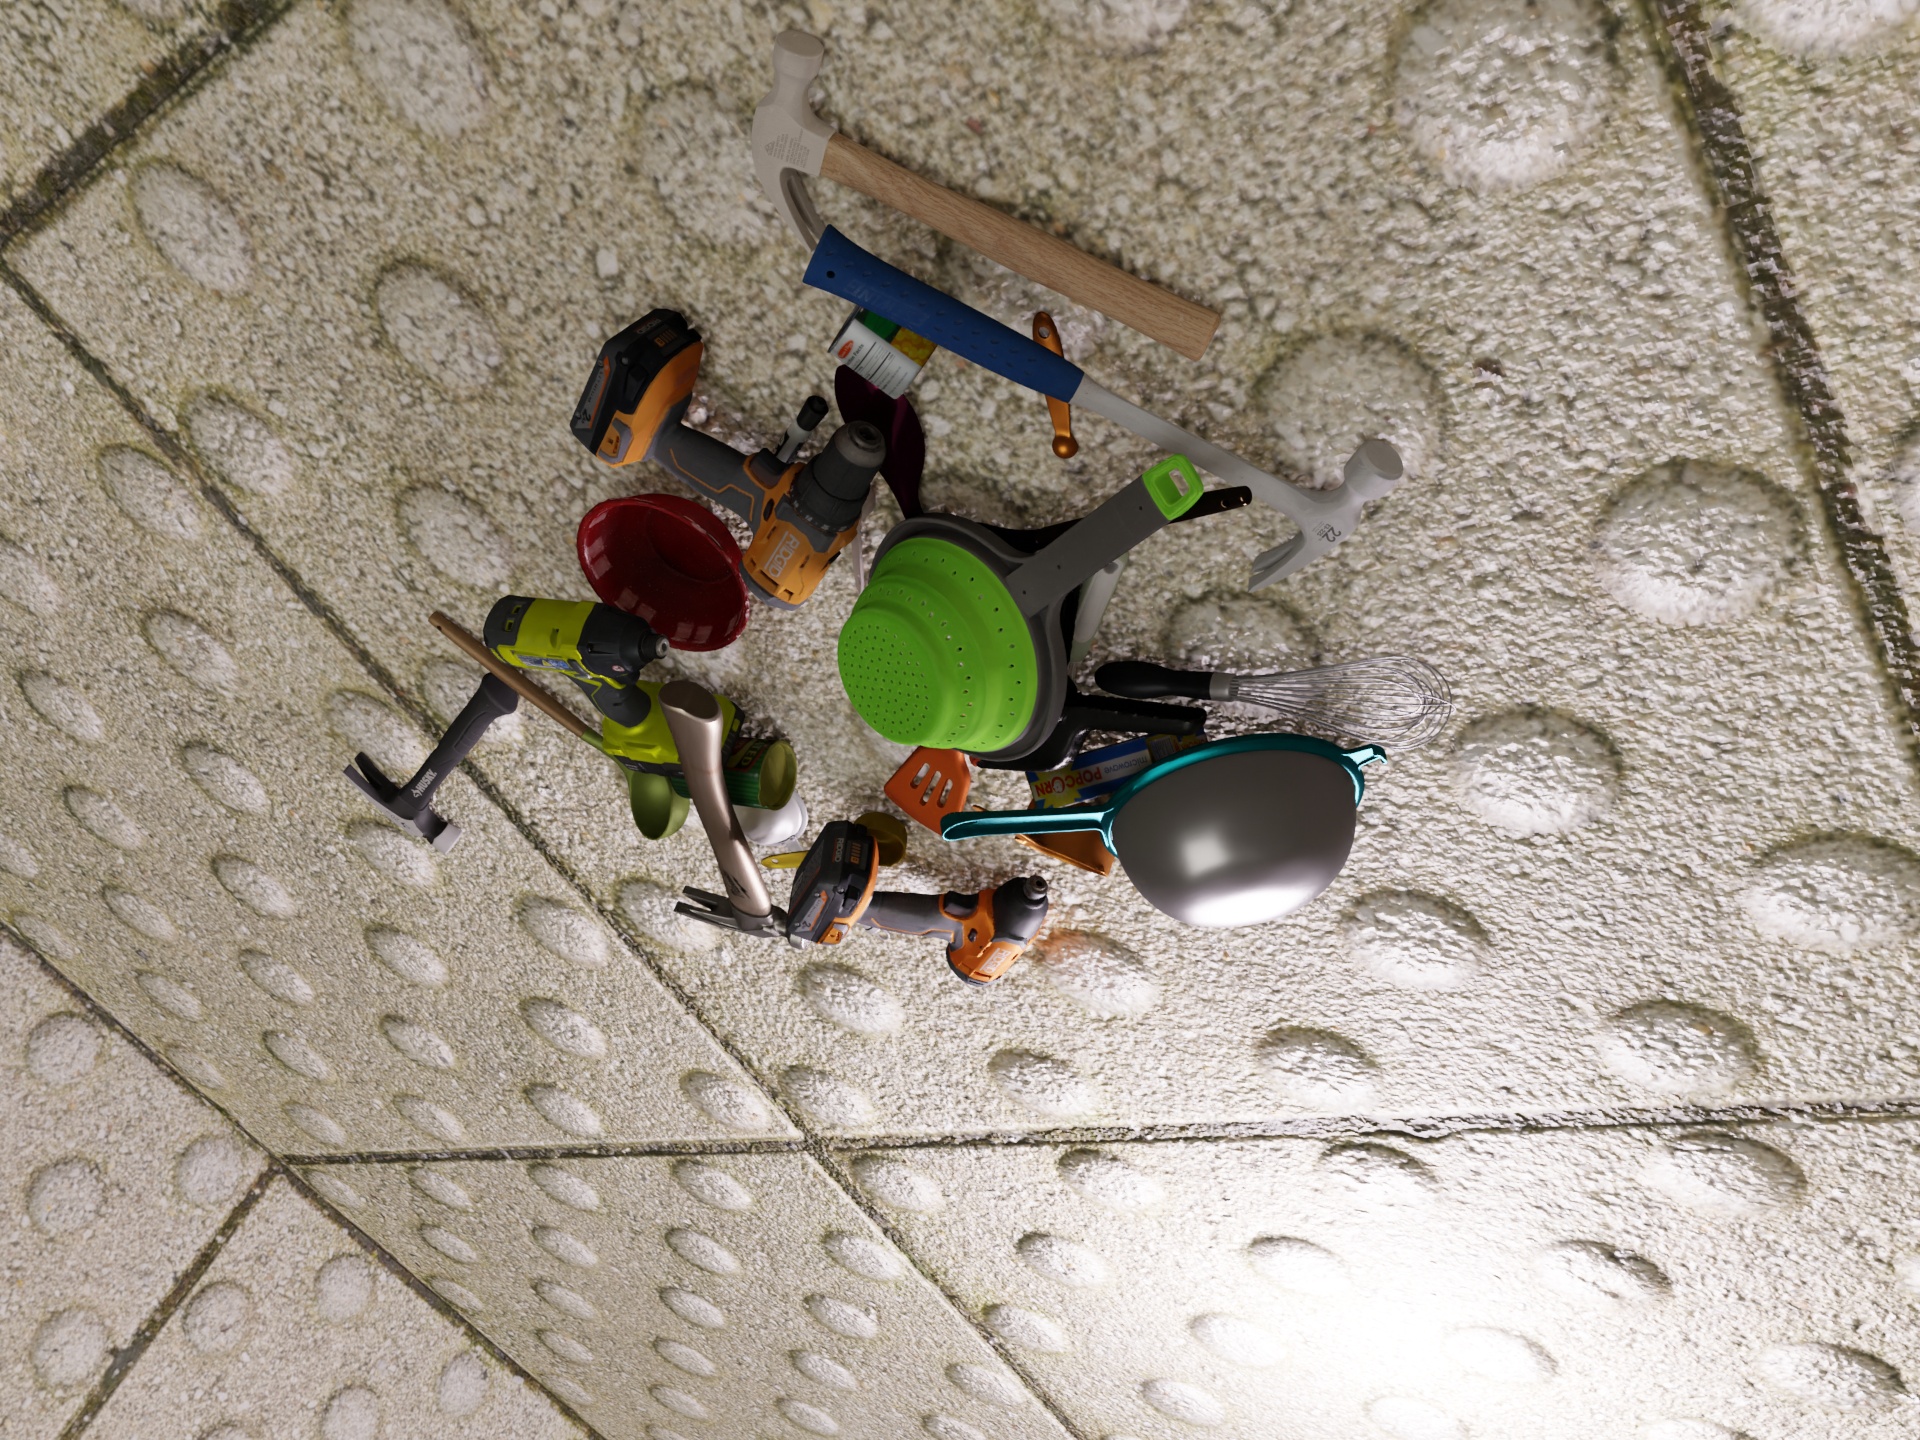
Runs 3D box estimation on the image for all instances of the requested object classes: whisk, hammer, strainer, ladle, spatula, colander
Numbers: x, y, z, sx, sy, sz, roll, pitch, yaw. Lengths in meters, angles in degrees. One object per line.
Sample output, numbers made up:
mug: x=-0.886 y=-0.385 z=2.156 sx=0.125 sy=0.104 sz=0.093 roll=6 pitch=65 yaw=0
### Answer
whisk: x=0.230 y=-0.023 z=1.203 sx=0.285 sy=0.070 sz=0.070 roll=6 pitch=134 yaw=30
hammer: x=-0.230 y=0.092 z=1.468 sx=0.146 sy=0.038 sz=0.410 roll=13 pitch=147 yaw=12
strainer: x=-0.153 y=0.140 z=1.586 sx=0.087 sy=0.050 sz=0.258 roll=-28 pitch=118 yaw=28
whisk: x=0.085 y=-0.048 z=1.262 sx=0.057 sy=0.059 sz=0.246 roll=13 pitch=134 yaw=-8
ladle: x=-0.399 y=0.002 z=1.571 sx=0.320 sy=0.062 sz=0.078 roll=39 pitch=129 yaw=-7
hammer: x=-0.554 y=0.034 z=1.701 sx=0.146 sy=0.035 sz=0.334 roll=39 pitch=138 yaw=-12
hammer: x=0.014 y=-0.319 z=1.041 sx=0.331 sy=0.031 sz=0.130 roll=27 pitch=138 yaw=2
spatula: x=0.078 y=-0.132 z=1.138 sx=0.316 sy=0.018 sz=0.059 roll=-7 pitch=123 yaw=47
colander: x=0.019 y=-0.076 z=1.142 sx=0.397 sy=0.094 sz=0.204 roll=-33 pitch=87 yaw=50
strainer: x=0.156 y=0.105 z=1.222 sx=0.340 sy=0.095 sz=0.210 roll=-2 pitch=147 yaw=-12
hammer: x=0.084 y=-0.213 z=1.064 sx=0.405 sy=0.035 sz=0.144 roll=25 pitch=140 yaw=-9
spatula: x=-0.002 y=-0.004 z=1.336 sx=0.081 sy=0.041 sz=0.322 roll=35 pitch=149 yaw=10

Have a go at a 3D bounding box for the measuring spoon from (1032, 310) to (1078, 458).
measuring spoon: x=0.065 y=-0.232 z=1.115 sx=0.021 sy=0.011 sz=0.116 roll=7 pitch=134 yaw=23

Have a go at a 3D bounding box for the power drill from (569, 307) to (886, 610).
power drill: x=-0.168 y=-0.208 z=1.196 sx=0.226 sy=0.084 sz=0.185 roll=41 pitch=137 yaw=-1

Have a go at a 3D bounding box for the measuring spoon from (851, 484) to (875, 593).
measuring spoon: x=-0.077 y=-0.147 z=1.274 sx=0.018 sy=0.034 sz=0.124 roll=-17 pitch=144 yaw=-15

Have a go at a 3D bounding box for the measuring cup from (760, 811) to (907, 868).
measuring cup: x=-0.123 y=0.119 z=1.535 sx=0.156 sy=0.029 sz=0.062 roll=-10 pitch=134 yaw=23

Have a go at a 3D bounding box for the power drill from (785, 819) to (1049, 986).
power drill: x=-0.033 y=0.169 z=1.489 sx=0.226 sy=0.084 sz=0.164 roll=18 pitch=140 yaw=-15

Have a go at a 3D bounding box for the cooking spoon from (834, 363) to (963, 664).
cooking spoon: x=-0.028 y=-0.140 z=1.251 sx=0.069 sy=0.017 sz=0.318 roll=5 pitch=134 yaw=33

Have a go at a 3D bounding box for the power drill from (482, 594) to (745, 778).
power drill: x=-0.290 y=-0.030 z=1.401 sx=0.171 sy=0.080 sz=0.223 roll=7 pitch=156 yaw=25

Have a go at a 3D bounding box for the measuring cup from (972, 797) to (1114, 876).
measuring cup: x=0.071 y=0.080 z=1.343 sx=0.095 sy=0.052 sz=0.173 roll=16 pitch=169 yaw=43
